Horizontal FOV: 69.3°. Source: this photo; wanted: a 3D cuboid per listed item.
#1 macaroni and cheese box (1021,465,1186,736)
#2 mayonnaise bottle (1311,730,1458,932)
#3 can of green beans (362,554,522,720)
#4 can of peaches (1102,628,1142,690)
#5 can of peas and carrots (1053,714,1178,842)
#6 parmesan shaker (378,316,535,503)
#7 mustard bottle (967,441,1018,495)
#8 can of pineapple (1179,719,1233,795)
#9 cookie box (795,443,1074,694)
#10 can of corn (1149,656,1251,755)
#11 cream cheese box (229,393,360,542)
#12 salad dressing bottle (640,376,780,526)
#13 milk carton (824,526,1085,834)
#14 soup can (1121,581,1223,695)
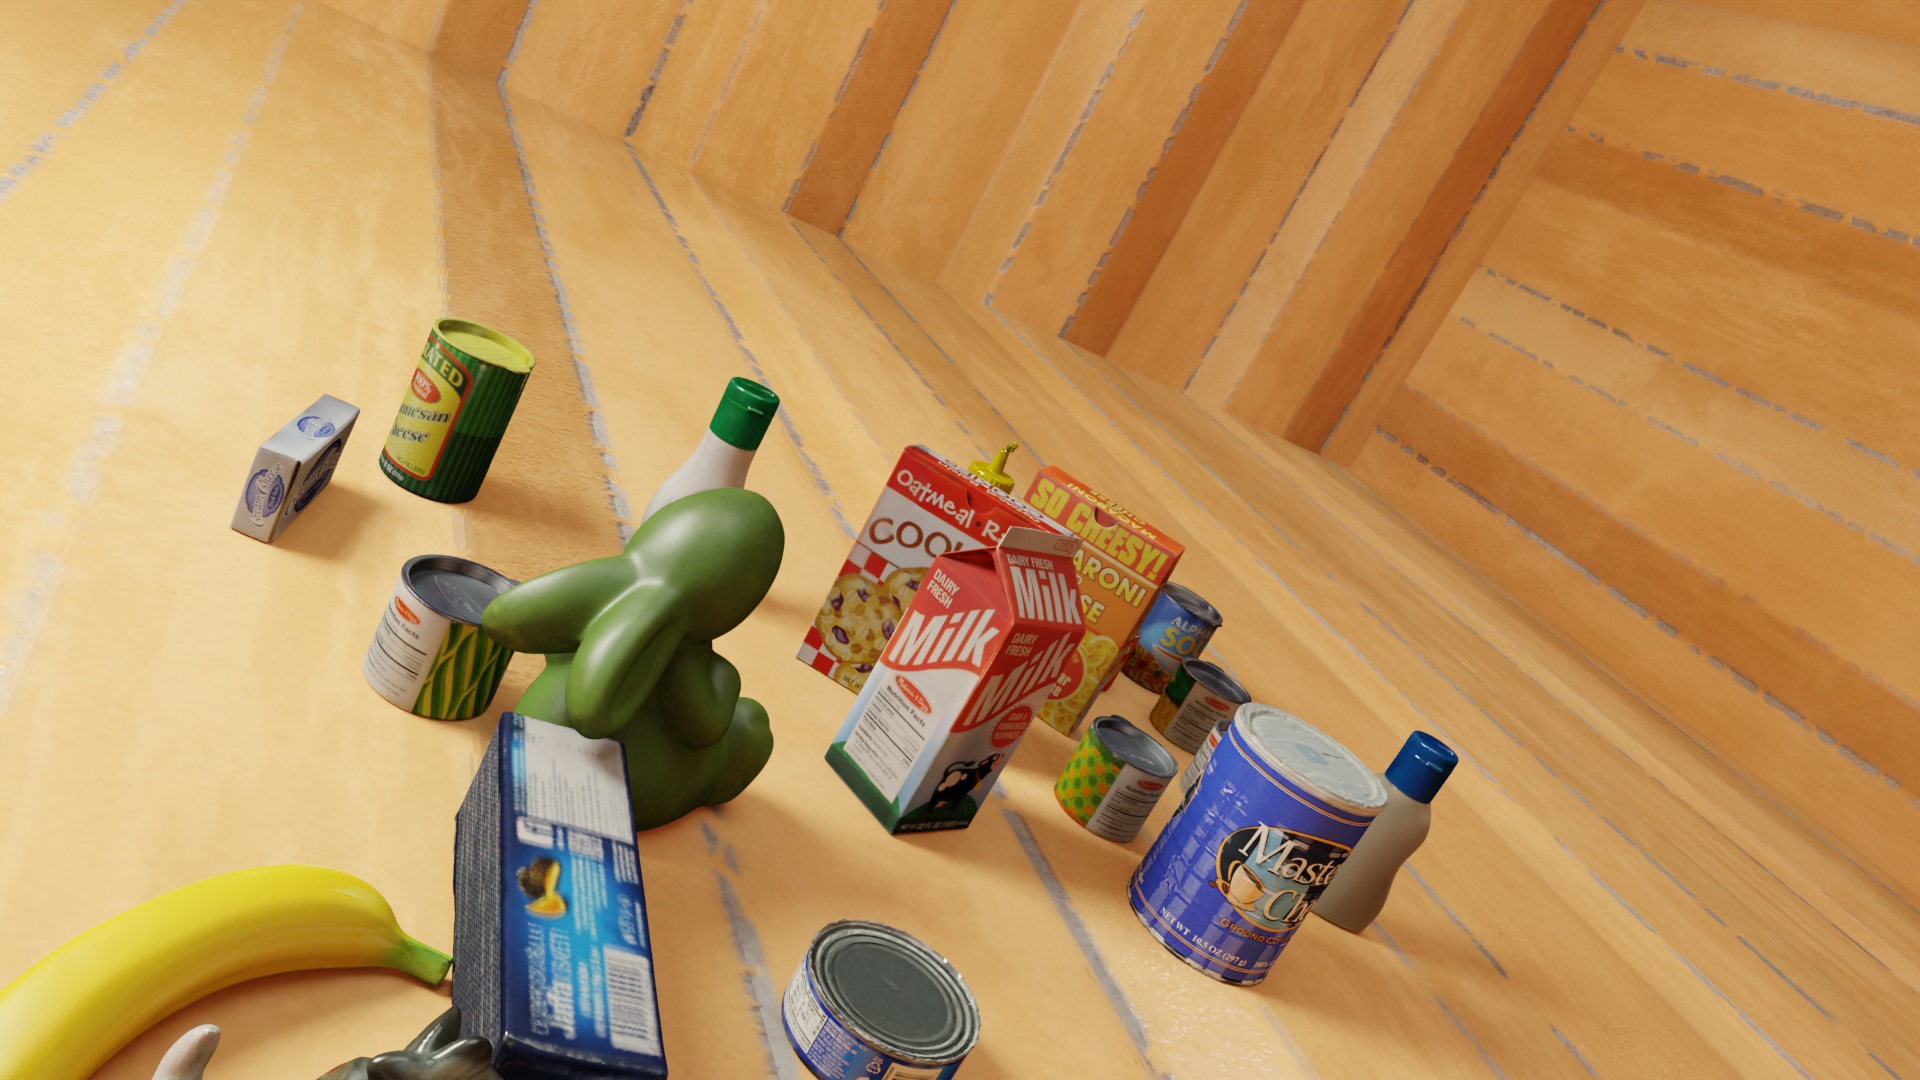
[{"bbox_3d":[0.076,0.045,1.057,0.124,0.166,0.040,33,17,13],"label":"macaroni and cheese box"},{"bbox_3d":[0.296,0.203,0.981,0.065,0.147,0.041,28,16,-3],"label":"mayonnaise bottle"},{"bbox_3d":[-0.258,0.049,0.699,0.071,0.057,0.071,26,17,-8],"label":"can of green beans"},{"bbox_3d":[0.112,0.088,1.181,0.071,0.058,0.071,26,17,-8],"label":"can of peaches"},{"bbox_3d":[0.105,0.162,0.950,0.071,0.058,0.071,26,17,-8],"label":"can of peas and carrots"},{"bbox_3d":[-0.324,-0.082,0.896,0.071,0.102,0.071,26,16,-8],"label":"parmesan shaker"},{"bbox_3d":[0.004,-0.014,1.126,0.049,0.159,0.065,30,16,2],"label":"mustard bottle"},{"bbox_3d":[0.212,0.181,1.069,0.071,0.057,0.071,26,17,-8],"label":"can of pineapple"},{"bbox_3d":[-0.018,0.037,0.929,0.123,0.167,0.040,31,16,6],"label":"cookie box"},{"bbox_3d":[0.202,0.140,1.171,0.071,0.058,0.071,26,17,-8],"label":"can of corn"},{"bbox_3d":[-0.374,-0.042,0.785,0.024,0.053,0.104,25,17,-14],"label":"cream cheese box"},{"bbox_3d":[-0.169,-0.039,0.943,0.064,0.147,0.044,20,18,-28],"label":"salad dressing bottle"},{"bbox_3d":[0.005,0.075,0.816,0.072,0.190,0.073,9,25,-49],"label":"milk carton"},{"bbox_3d":[0.188,0.090,1.251,0.071,0.083,0.071,26,17,-8],"label":"soup can"}]
